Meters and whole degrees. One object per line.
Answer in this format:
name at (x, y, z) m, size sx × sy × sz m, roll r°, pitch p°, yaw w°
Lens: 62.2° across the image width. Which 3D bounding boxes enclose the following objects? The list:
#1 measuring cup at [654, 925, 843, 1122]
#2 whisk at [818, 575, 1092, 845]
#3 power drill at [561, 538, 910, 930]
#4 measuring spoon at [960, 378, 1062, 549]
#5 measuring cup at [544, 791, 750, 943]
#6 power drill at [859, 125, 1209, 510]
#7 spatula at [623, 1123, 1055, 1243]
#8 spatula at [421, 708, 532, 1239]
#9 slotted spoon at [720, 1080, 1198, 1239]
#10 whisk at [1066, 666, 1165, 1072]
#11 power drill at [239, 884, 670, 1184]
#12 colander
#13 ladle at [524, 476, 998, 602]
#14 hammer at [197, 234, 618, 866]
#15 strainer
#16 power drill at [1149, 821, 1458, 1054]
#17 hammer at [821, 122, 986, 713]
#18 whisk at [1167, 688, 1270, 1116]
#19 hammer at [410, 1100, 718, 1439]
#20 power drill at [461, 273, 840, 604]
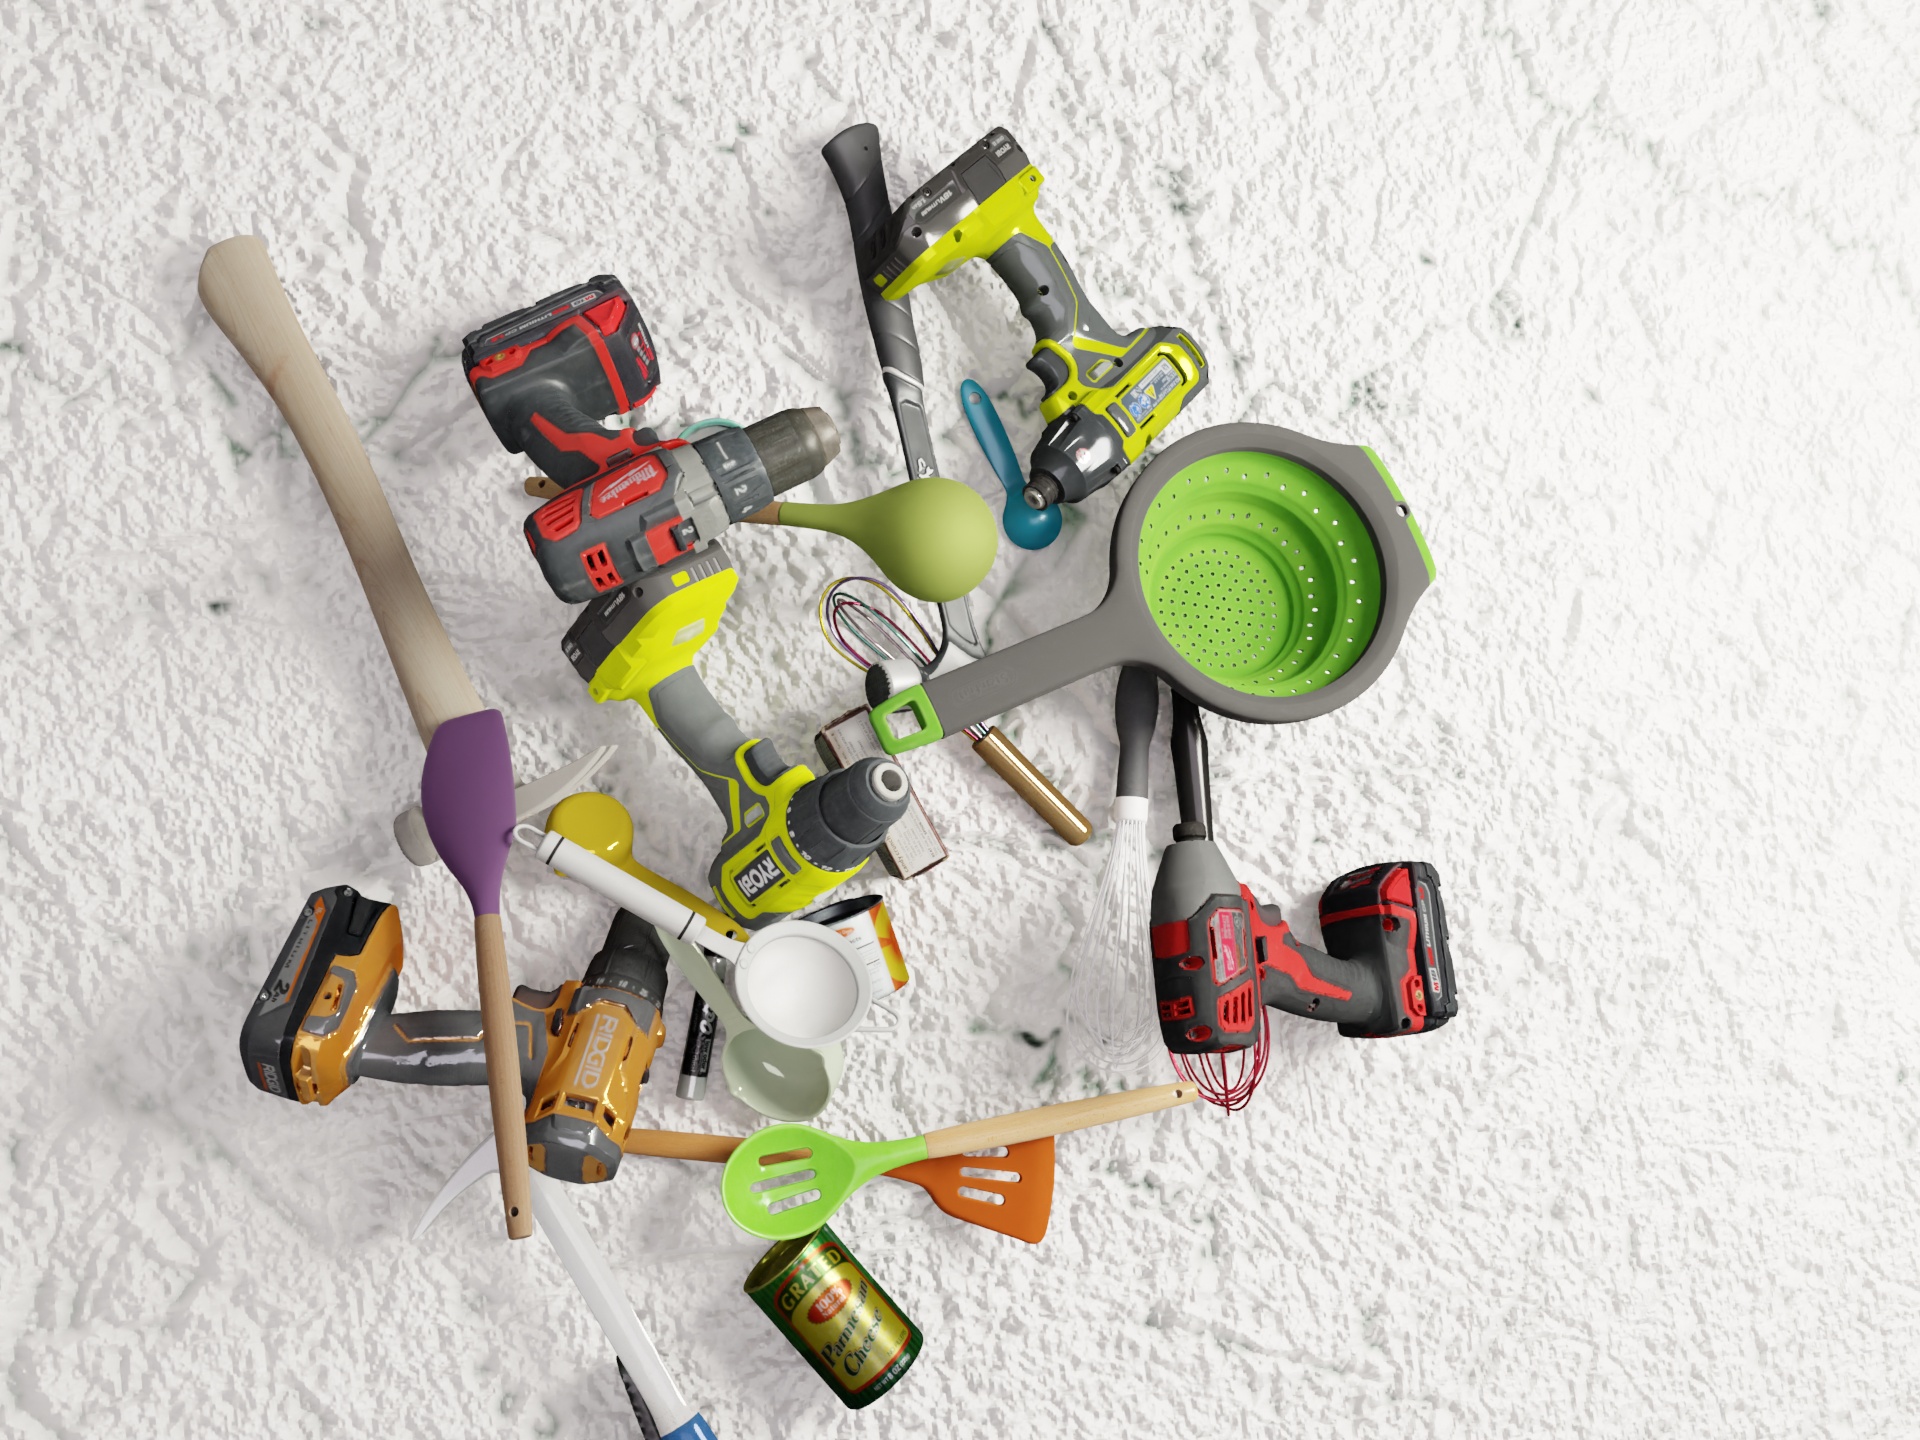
measuring cup at (-0.137, 0.180, 1.013) m, size 0.083 × 0.038 × 0.167 m, roll -28°, pitch 103°, yaw 30°
whisk at (-0.003, -0.002, 1.068) m, size 0.245 × 0.051 × 0.047 m, roll 45°, pitch 55°, yaw -9°
power drill at (-0.134, 0.006, 0.977) m, size 0.080 × 0.190 × 0.228 m, roll -32°, pitch 86°, yaw -41°
measuring spoon at (0.032, -0.179, 1.095) m, size 0.042 × 0.021 × 0.128 m, roll -26°, pitch 92°, yaw -10°
measuring cup at (-0.196, 0.097, 1.008) m, size 0.156 × 0.029 × 0.062 m, roll 31°, pitch 50°, yaw 10°
power drill at (0.046, -0.259, 1.052) m, size 0.223 × 0.080 × 0.171 m, roll 49°, pitch 63°, yaw -10°
spatula at (-0.101, 0.283, 1.032) m, size 0.322 × 0.041 × 0.081 m, roll 7°, pitch 78°, yaw -8°
spatula at (-0.274, 0.139, 0.922) m, size 0.060 × 0.018 × 0.316 m, roll -16°, pitch 67°, yaw 4°
slotted spoon at (0.003, 0.270, 1.021) m, size 0.313 × 0.031 × 0.070 m, roll -10°, pitch 77°, yaw -10°
whisk at (0.114, 0.092, 1.071) m, size 0.070 × 0.070 × 0.285 m, roll 7°, pitch 78°, yaw -9°
power drill at (-0.291, 0.169, 0.971) m, size 0.226 × 0.084 × 0.185 m, roll 14°, pitch 50°, yaw -3°
colander at (0.117, -0.058, 1.049) m, size 0.397 × 0.094 × 0.204 m, roll -23°, pitch 82°, yaw -16°
ladle at (-0.131, -0.129, 1.006) m, size 0.320 × 0.062 × 0.078 m, roll 9°, pitch 77°, yaw 19°
hammer at (-0.365, -0.122, 1.006) m, size 0.146 × 0.038 × 0.410 m, roll -26°, pitch 88°, yaw 6°
strainer at (-0.155, 0.130, 0.962) m, size 0.258 × 0.050 × 0.087 m, roll 31°, pitch 47°, yaw -7°
power drill at (0.214, 0.140, 1.027) m, size 0.219 × 0.078 × 0.143 m, roll 6°, pitch 71°, yaw -33°
hammer at (-0.029, -0.208, 1.063) m, size 0.149 × 0.036 × 0.409 m, roll -7°, pitch 81°, yaw -32°
whisk at (0.165, 0.118, 1.081) m, size 0.073 × 0.073 × 0.296 m, roll -3°, pitch 82°, yaw -10°
hammer at (-0.184, 0.426, 0.977) m, size 0.144 × 0.035 × 0.405 m, roll -31°, pitch 87°, yaw -11°
power drill at (-0.193, -0.180, 0.966) m, size 0.188 × 0.080 × 0.227 m, roll -27°, pitch 50°, yaw -10°
